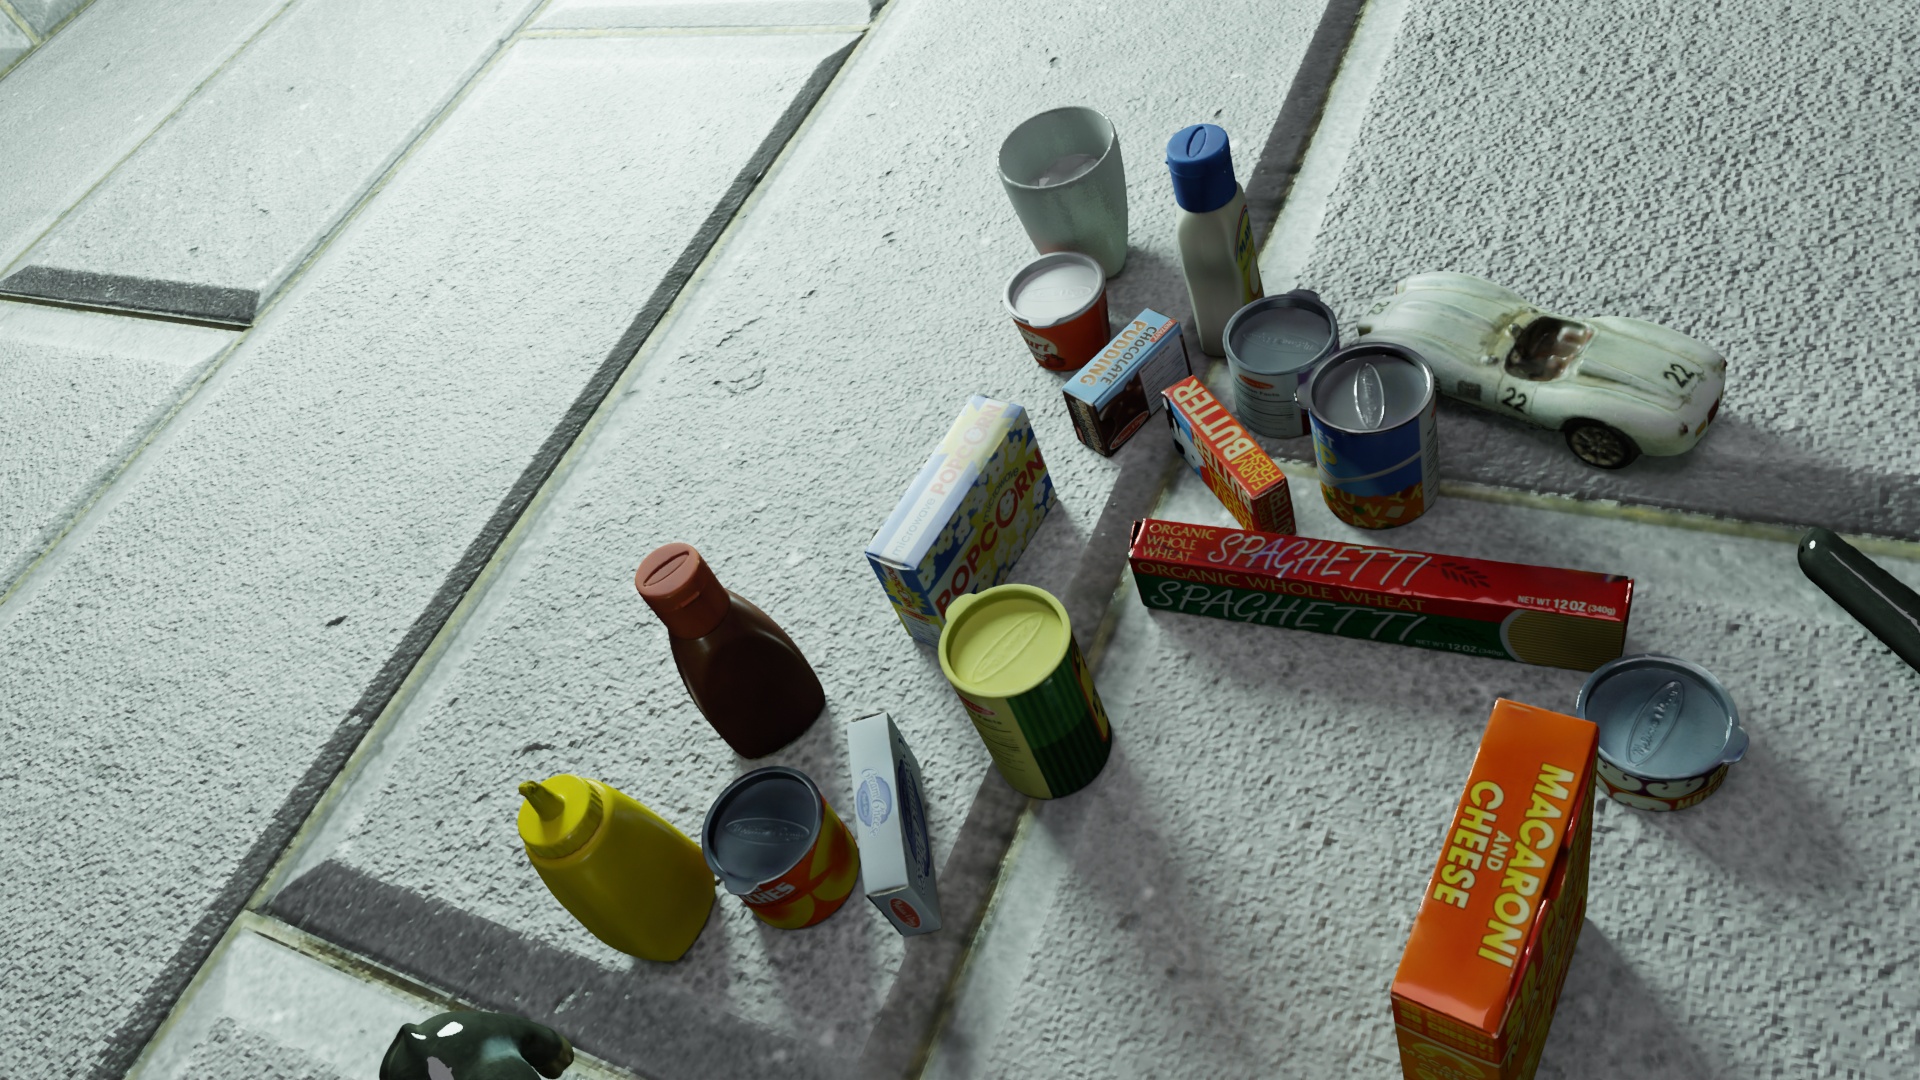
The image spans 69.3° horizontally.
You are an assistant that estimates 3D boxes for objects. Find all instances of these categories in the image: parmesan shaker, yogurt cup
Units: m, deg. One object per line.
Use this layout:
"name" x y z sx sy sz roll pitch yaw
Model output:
"parmesan shaker" 0.034 0.077 0.710 0.071 0.102 0.072 -11 50 13
"yogurt cup" 0.067 -0.149 0.916 0.072 0.053 0.073 -11 49 13

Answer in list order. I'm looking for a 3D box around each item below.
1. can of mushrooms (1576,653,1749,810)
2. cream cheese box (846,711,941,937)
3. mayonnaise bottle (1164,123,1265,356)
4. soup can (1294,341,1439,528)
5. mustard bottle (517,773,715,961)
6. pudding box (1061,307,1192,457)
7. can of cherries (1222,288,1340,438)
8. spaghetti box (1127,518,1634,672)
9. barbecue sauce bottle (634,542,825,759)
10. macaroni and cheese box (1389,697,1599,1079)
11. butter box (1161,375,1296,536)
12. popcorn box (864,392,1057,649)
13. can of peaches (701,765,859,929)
"can of mushrooms" 0.321 0.089 0.638 0.071 0.033 0.071 -11 49 13
"cream cheese box" -0.035 0.145 0.714 0.024 0.053 0.104 -17 48 7
"mayonnaise bottle" 0.156 -0.183 0.847 0.041 0.147 0.065 4 54 24
"soup can" 0.224 -0.056 0.760 0.071 0.083 0.072 -11 50 13
"mustard bottle" -0.177 0.154 0.689 0.049 0.159 0.065 8 56 27
"pudding box" 0.105 -0.099 0.863 0.084 0.049 0.030 -44 51 -17
"can of cherries" 0.195 -0.105 0.829 0.071 0.058 0.072 -11 49 13
"spaghetti box" 0.209 0.027 0.720 0.250 0.050 0.029 8 56 26
"barbecue sauce bottle" -0.127 0.059 0.756 0.065 0.148 0.044 -37 49 -11
"macaroni and cheese box" 0.209 0.157 0.535 0.040 0.165 0.124 15 59 30
"butter box" 0.154 -0.045 0.798 0.024 0.053 0.104 -29 48 -3
"popcorn box" 0.003 -0.010 0.806 0.038 0.085 0.127 17 60 31
"can of peaches" -0.093 0.162 0.719 0.071 0.057 0.071 -11 49 13
